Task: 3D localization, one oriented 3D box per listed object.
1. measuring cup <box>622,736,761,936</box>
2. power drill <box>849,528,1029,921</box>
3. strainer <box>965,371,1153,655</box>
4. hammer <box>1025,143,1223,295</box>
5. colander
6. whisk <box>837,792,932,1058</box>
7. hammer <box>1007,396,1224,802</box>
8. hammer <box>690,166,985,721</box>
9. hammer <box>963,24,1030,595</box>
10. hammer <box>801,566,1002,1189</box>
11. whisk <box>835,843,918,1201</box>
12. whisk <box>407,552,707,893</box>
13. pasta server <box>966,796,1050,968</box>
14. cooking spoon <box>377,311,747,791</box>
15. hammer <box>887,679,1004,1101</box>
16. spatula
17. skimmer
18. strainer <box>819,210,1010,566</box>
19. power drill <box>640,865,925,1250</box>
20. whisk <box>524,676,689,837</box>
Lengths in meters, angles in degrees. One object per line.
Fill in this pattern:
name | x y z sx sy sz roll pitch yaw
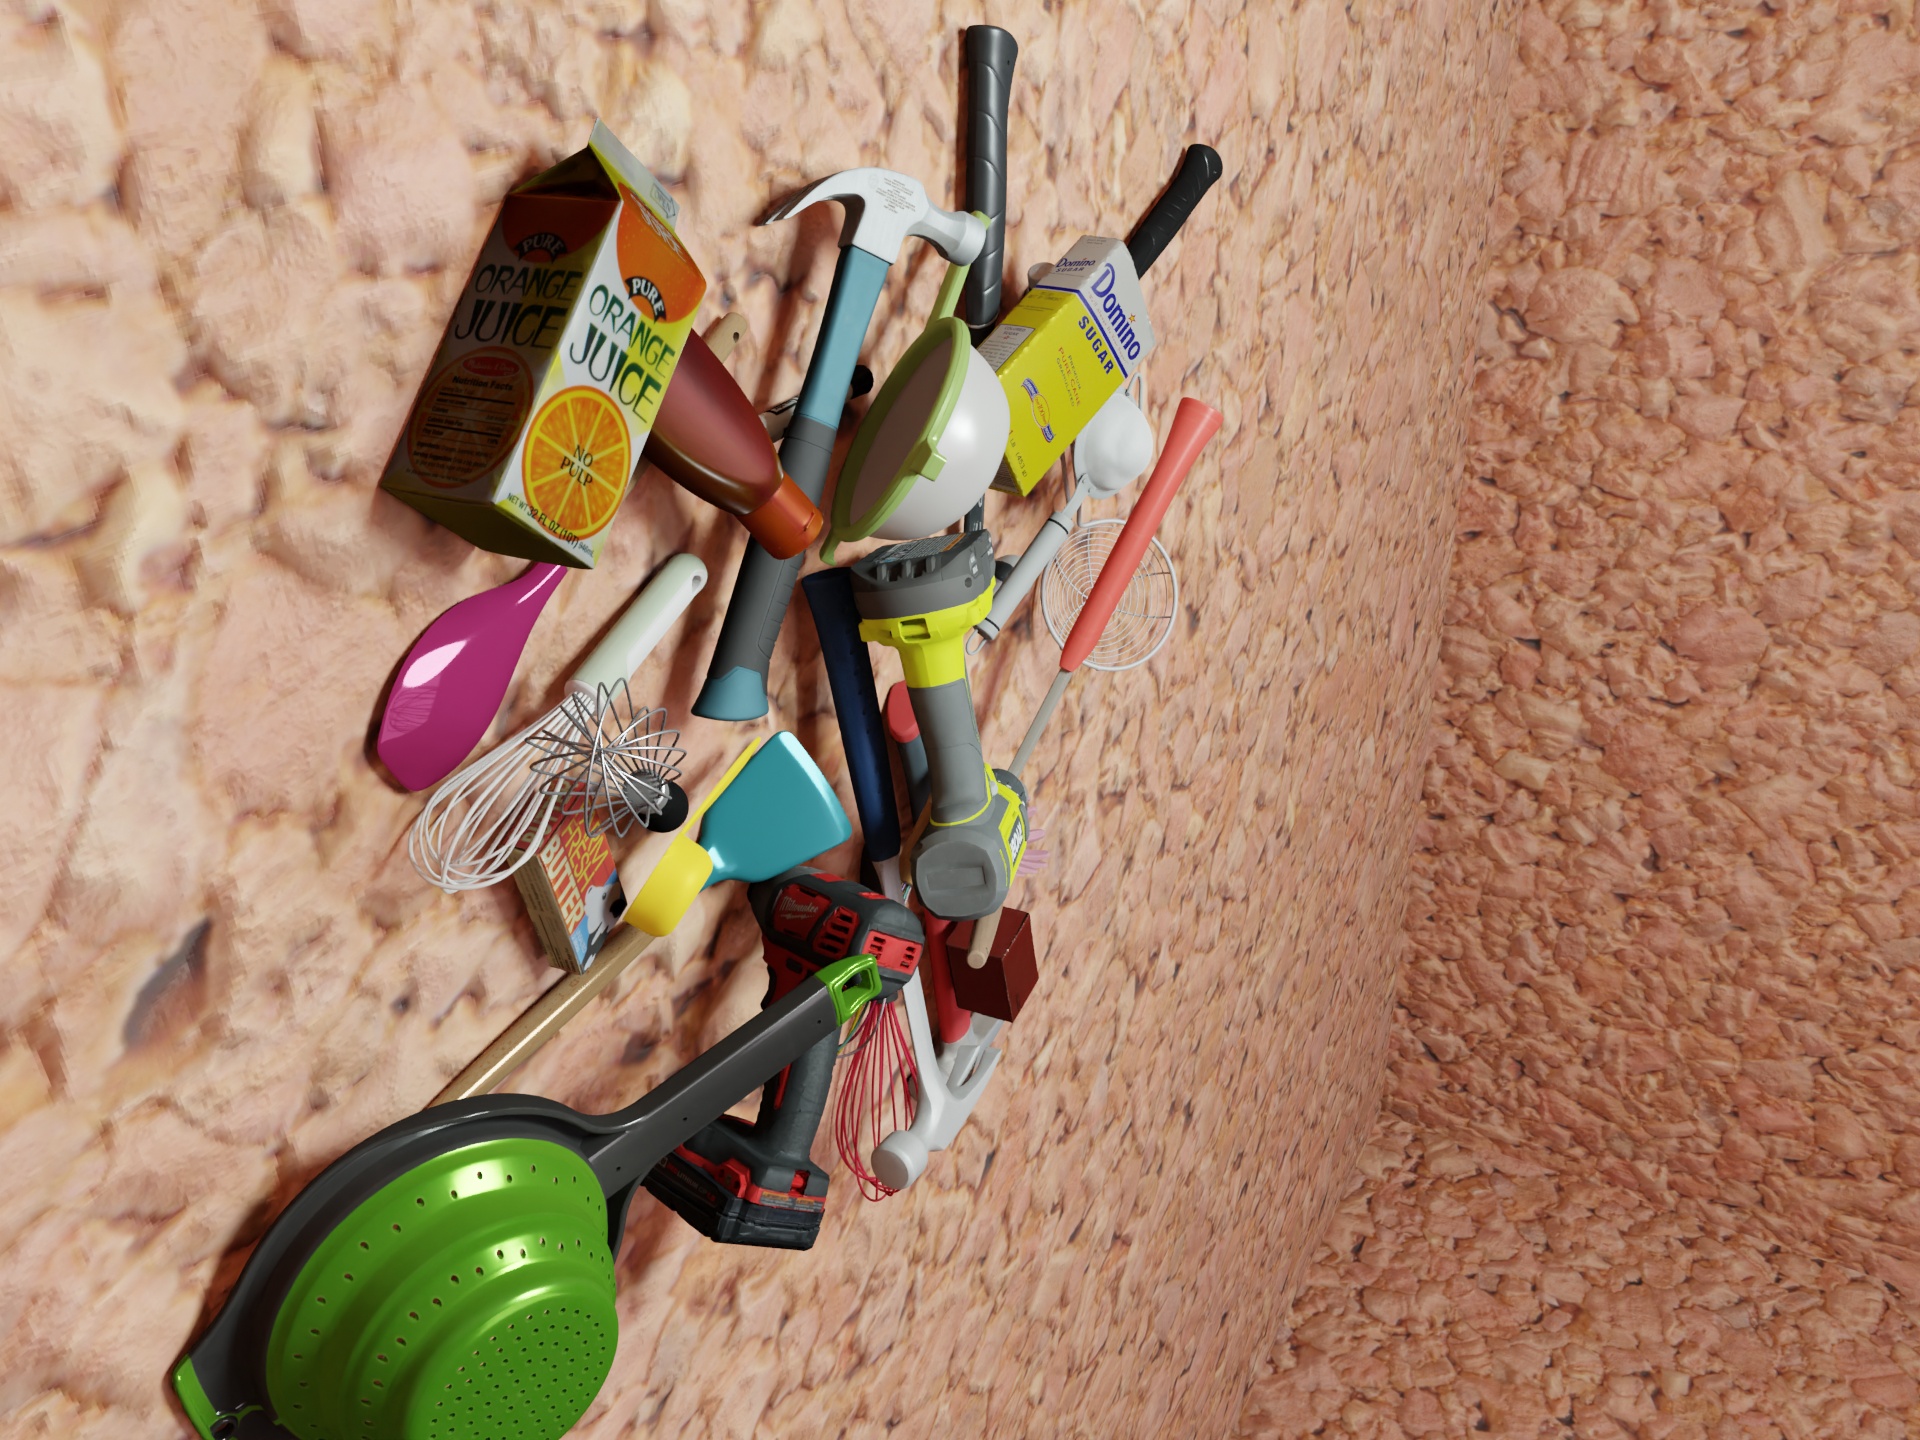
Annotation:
measuring cup | -0.141 0.063 0.908 0.062 0.029 0.157 -52 -175 43
power drill | -0.002 -0.003 1.039 0.190 0.080 0.228 -57 138 -73
strainer | 0.080 -0.151 1.180 0.258 0.050 0.086 -55 141 -9
hammer | 0.146 -0.376 1.320 0.335 0.035 0.146 -57 147 -34
colander | -0.171 0.250 0.795 0.397 0.095 0.204 -33 133 -29
whisk | -0.050 0.135 1.134 0.047 0.051 0.245 32 79 -36
hammer | 0.104 -0.083 1.223 0.359 0.037 0.149 -63 172 2
hammer | -0.086 -0.156 0.907 0.128 0.033 0.331 18 87 -34
hammer | 0.011 -0.263 1.110 0.149 0.036 0.408 -32 130 -54
hammer | -0.046 0.098 1.062 0.144 0.035 0.405 -34 117 -57
whisk | -0.058 0.226 1.191 0.073 0.073 0.295 -23 116 -58
whisk | -0.196 -0.006 0.813 0.057 0.059 0.246 96 19 -48
pasta server | 0.034 0.125 1.220 0.316 0.040 0.060 -63 134 -76
cooking spoon | -0.191 -0.098 0.805 0.319 0.017 0.068 -61 151 -28
hammer | -0.009 0.126 1.255 0.143 0.038 0.386 -49 143 -45
spatula | -0.182 0.122 0.903 0.317 0.044 0.082 -45 109 -43
skimmer | 0.104 -0.188 1.242 0.127 0.090 0.362 -33 143 -15
strainer | -0.001 -0.209 0.993 0.069 0.151 0.256 27 62 -20
power drill | -0.114 0.199 0.981 0.078 0.143 0.220 24 85 -43
whisk | -0.160 0.030 0.788 0.284 0.070 0.070 117 -9 -81
